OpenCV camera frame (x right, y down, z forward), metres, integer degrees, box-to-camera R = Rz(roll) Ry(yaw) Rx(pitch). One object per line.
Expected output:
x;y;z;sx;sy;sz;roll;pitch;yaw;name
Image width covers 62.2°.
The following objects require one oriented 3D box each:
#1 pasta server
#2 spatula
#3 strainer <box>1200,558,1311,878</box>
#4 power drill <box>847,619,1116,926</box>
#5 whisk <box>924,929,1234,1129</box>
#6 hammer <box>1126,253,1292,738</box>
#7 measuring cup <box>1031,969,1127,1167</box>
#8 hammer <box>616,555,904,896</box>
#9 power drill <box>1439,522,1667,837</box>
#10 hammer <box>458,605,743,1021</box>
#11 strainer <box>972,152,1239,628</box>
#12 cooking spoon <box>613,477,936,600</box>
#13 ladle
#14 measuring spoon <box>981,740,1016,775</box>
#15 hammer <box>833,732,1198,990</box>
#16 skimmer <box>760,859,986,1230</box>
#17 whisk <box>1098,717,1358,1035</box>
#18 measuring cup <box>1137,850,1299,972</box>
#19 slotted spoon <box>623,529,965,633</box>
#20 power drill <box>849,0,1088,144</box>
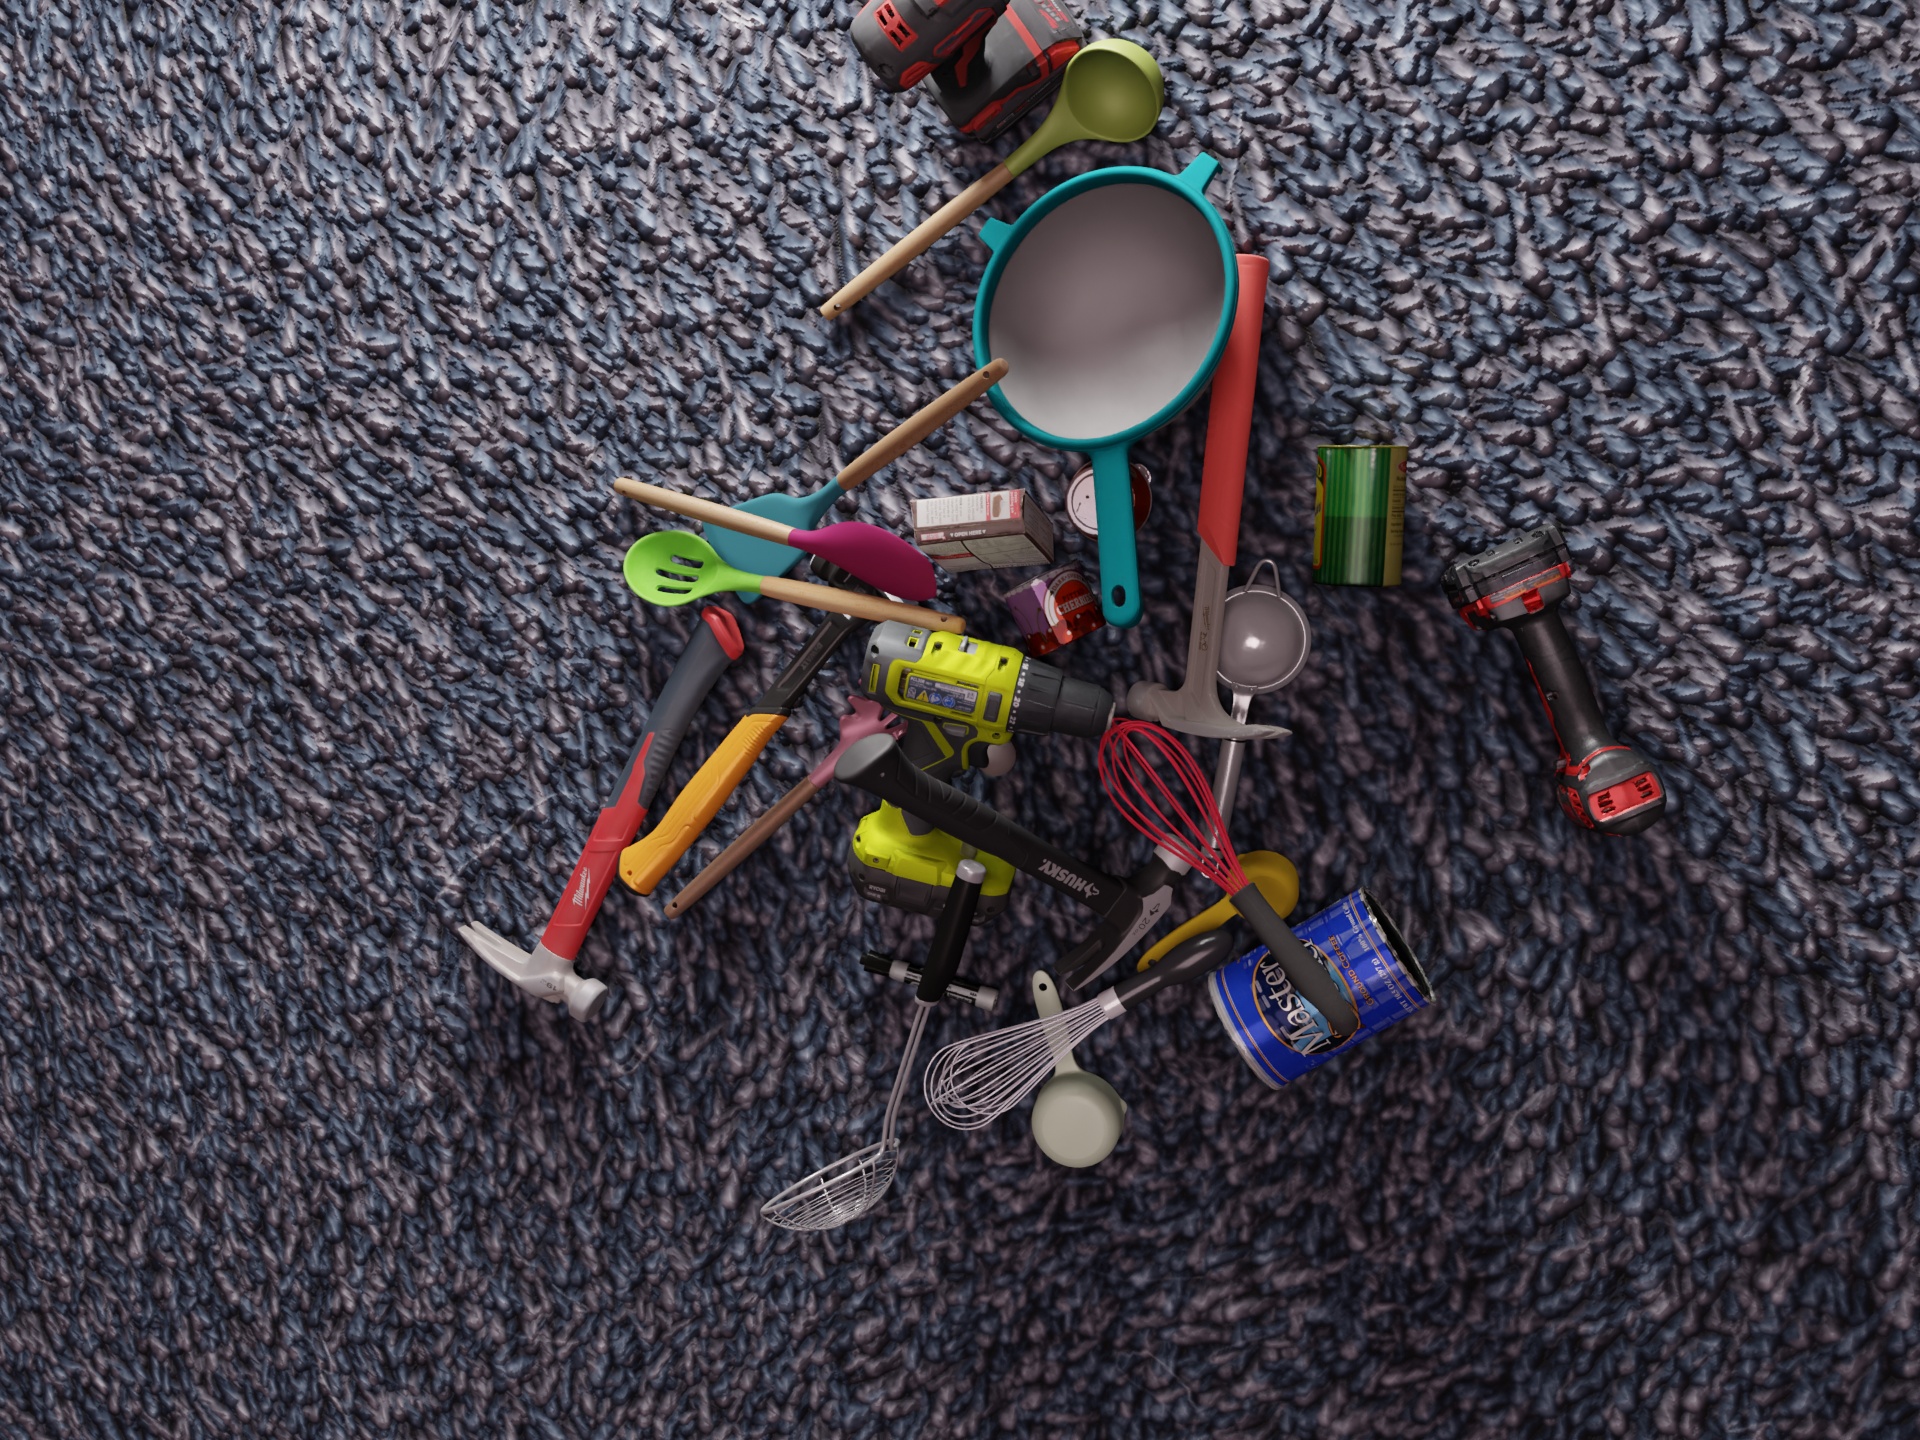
-0.146;0.068;1.341;0.316;0.040;0.060;-42;70;17;pasta server
-0.081;-0.197;1.254;0.317;0.044;0.082;-29;87;38;spatula
0.218;0.003;1.246;0.087;0.050;0.258;10;104;7;strainer
0.008;0.043;1.243;0.190;0.080;0.228;14;119;3;power drill
0.094;0.241;1.278;0.284;0.070;0.070;-32;90;9;whisk
0.203;-0.167;1.197;0.149;0.036;0.359;12;98;52;hammer
0.084;0.290;1.317;0.083;0.038;0.167;-14;96;15;measuring cup
-0.167;0.018;1.307;0.127;0.034;0.337;44;101;25;hammer
0.430;-0.024;1.146;0.078;0.143;0.220;-24;86;11;power drill
-0.302;0.067;1.377;0.143;0.038;0.386;30;104;9;hammer
0.125;-0.231;1.179;0.211;0.095;0.340;-8;81;29;strainer
-0.155;-0.153;1.279;0.319;0.017;0.068;19;142;26;cooking spoon
0.017;-0.405;1.226;0.320;0.062;0.078;-33;117;19;ladle
-0.002;-0.004;1.306;0.034;0.018;0.124;-42;86;15;measuring spoon
0.034;0.096;1.187;0.334;0.035;0.146;31;99;-38;hammer
-0.068;0.264;1.288;0.090;0.127;0.363;26;109;25;skimmer
0.198;0.113;1.192;0.073;0.073;0.296;-42;71;15;whisk
0.203;0.164;1.273;0.156;0.029;0.062;-39;100;18;measuring cup
-0.137;-0.102;1.280;0.314;0.031;0.070;13;70;25;slotted spoon
0.030;-0.504;1.117;0.188;0.227;0.080;-36;89;16;power drill
